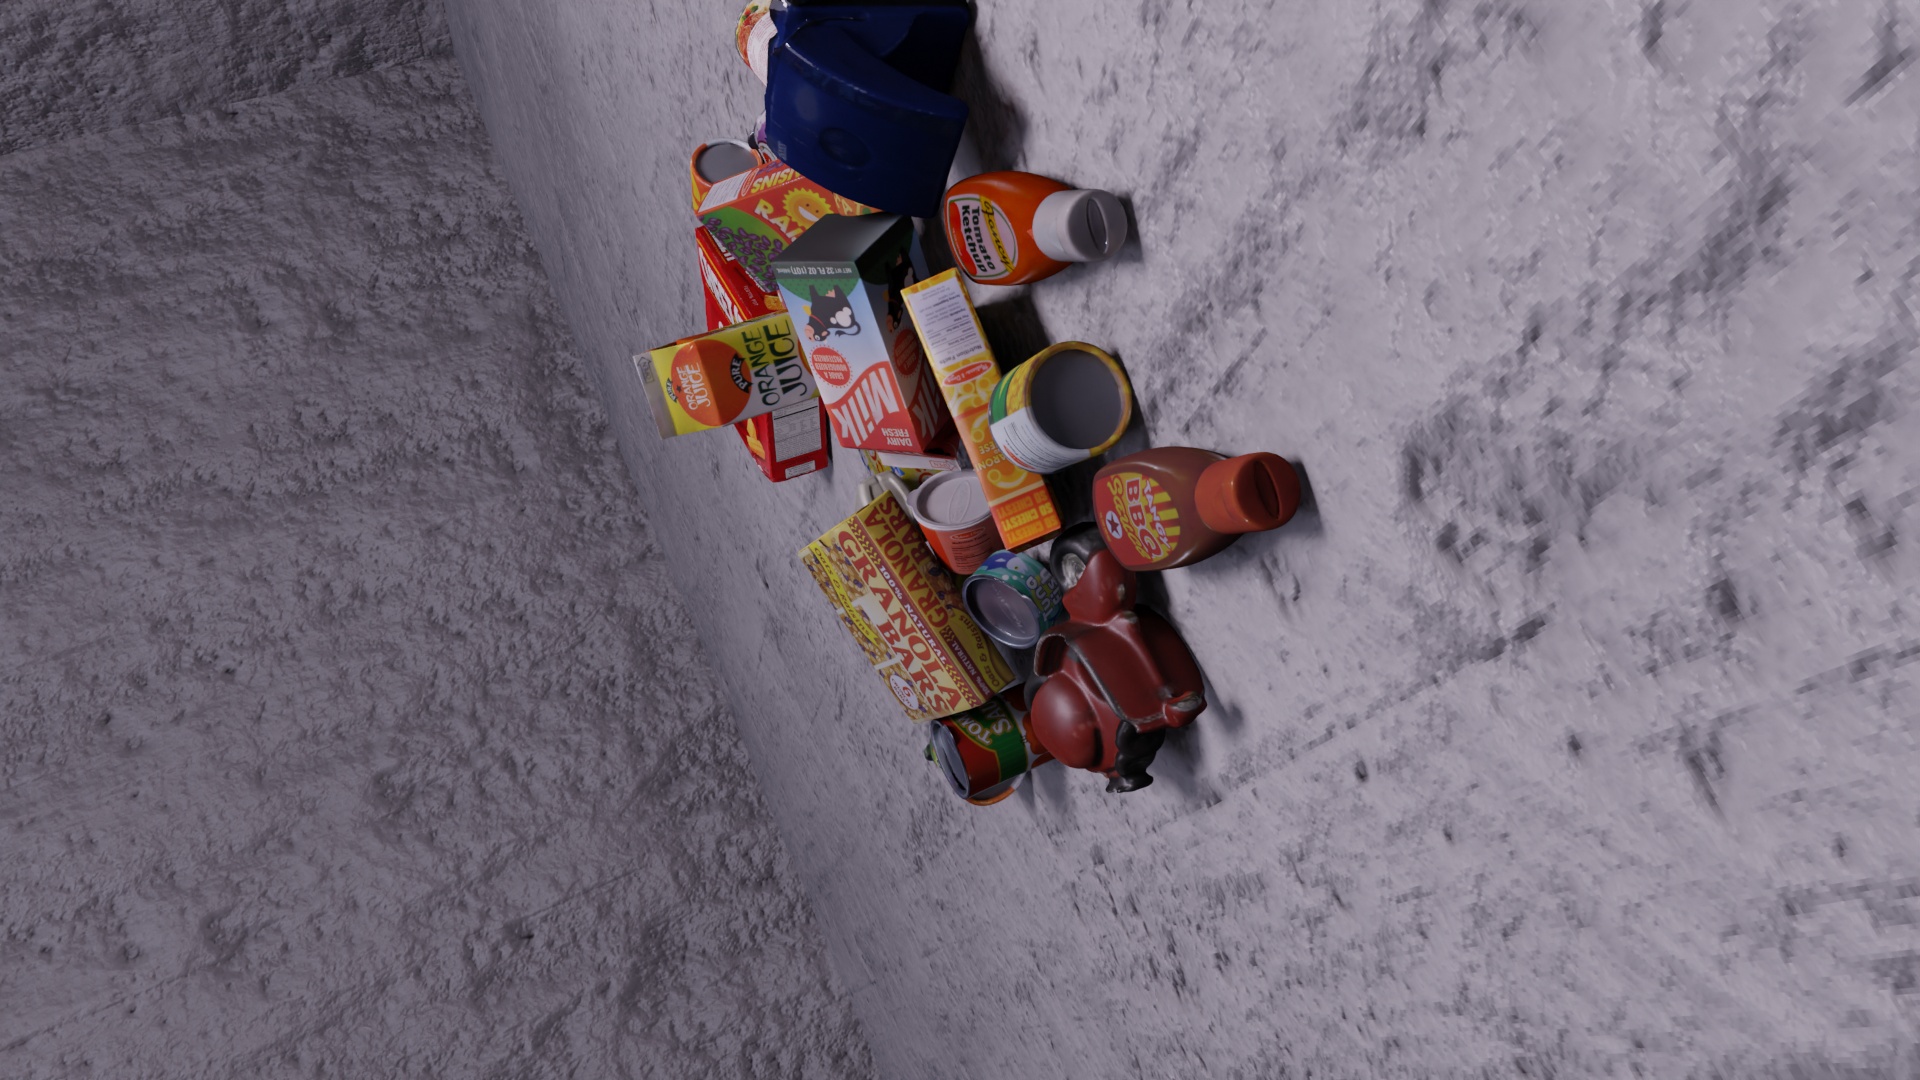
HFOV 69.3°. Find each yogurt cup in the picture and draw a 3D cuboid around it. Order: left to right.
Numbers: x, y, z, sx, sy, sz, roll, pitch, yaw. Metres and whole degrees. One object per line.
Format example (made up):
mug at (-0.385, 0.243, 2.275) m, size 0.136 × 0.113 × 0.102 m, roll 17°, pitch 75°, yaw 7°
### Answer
yogurt cup at (0.004, -0.013, 1.004) m, size 0.072 × 0.072 × 0.053 m, roll 48°, pitch 160°, yaw 48°

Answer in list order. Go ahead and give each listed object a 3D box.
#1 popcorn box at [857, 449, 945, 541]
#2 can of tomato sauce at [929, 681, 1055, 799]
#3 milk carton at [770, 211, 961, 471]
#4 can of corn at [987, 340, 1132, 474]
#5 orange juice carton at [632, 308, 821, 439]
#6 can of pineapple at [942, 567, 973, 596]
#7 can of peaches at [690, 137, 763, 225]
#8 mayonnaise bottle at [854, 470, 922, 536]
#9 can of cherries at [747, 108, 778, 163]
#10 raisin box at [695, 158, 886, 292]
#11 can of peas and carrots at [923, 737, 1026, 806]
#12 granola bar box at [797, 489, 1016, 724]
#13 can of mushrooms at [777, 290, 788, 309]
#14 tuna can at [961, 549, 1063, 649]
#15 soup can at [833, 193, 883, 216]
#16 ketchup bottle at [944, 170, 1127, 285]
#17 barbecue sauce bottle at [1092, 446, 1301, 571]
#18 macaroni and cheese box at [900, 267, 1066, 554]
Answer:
popcorn box at (-0.049, -0.065, 1.136) m, size 0.127 × 0.038 × 0.085 m, roll 66°, pitch 161°, yaw 11°
can of tomato sauce at (0.027, 0.153, 1.079) m, size 0.071 × 0.083 × 0.070 m, roll 54°, pitch 157°, yaw 37°
milk carton at (-0.054, -0.126, 0.965) m, size 0.072 × 0.074 × 0.189 m, roll 7°, pitch 132°, yaw 31°
can of corn at (0.057, -0.076, 0.781) m, size 0.071 × 0.071 × 0.058 m, roll 69°, pitch 161°, yaw 0°
orange juice carton at (-0.161, -0.143, 1.124) m, size 0.073 × 0.193 × 0.071 m, roll 17°, pitch 125°, yaw 66°
can of pineapple at (-0.013, 0.050, 1.116) m, size 0.058 × 0.071 × 0.071 m, roll 69°, pitch 162°, yaw 2°
can of peaches at (-0.214, -0.326, 1.280) m, size 0.071 × 0.071 × 0.057 m, roll 61°, pitch 159°, yaw 24°
mayonnaise bottle at (-0.063, 0.003, 1.118) m, size 0.065 × 0.041 × 0.147 m, roll 61°, pitch 161°, yaw 18°
can of cherries at (-0.114, -0.287, 1.028) m, size 0.058 × 0.072 × 0.071 m, roll 63°, pitch 161°, yaw 18°
raisin box at (-0.116, -0.231, 0.997) m, size 0.123 × 0.040 × 0.086 m, roll -8°, pitch 139°, yaw 36°
can of peas and carrots at (0.013, 0.182, 1.172) m, size 0.059 × 0.071 × 0.070 m, roll 42°, pitch 148°, yaw 53°
granola bar box at (-0.044, 0.055, 1.039) m, size 0.165 × 0.039 × 0.124 m, roll 56°, pitch 151°, yaw -3°
can of mushrooms at (-0.140, -0.228, 1.228) m, size 0.071 × 0.033 × 0.070 m, roll 54°, pitch 155°, yaw 38°
tuna can at (0.038, 0.040, 0.971) m, size 0.071 × 0.033 × 0.070 m, roll 27°, pitch 142°, yaw 24°
soup can at (-0.061, -0.261, 0.906) m, size 0.071 × 0.071 × 0.083 m, roll 32°, pitch 139°, yaw 61°
ketchup bottle at (0.040, -0.171, 0.758) m, size 0.149 × 0.044 × 0.064 m, roll 25°, pitch 135°, yaw 64°
barbecue sauce bottle at (0.117, -0.019, 0.701) m, size 0.065 × 0.044 × 0.148 m, roll 71°, pitch 161°, yaw -3°
macaroni and cheese box at (0.018, -0.076, 0.869) m, size 0.123 × 0.040 × 0.166 m, roll 21°, pitch -134°, yaw -85°
